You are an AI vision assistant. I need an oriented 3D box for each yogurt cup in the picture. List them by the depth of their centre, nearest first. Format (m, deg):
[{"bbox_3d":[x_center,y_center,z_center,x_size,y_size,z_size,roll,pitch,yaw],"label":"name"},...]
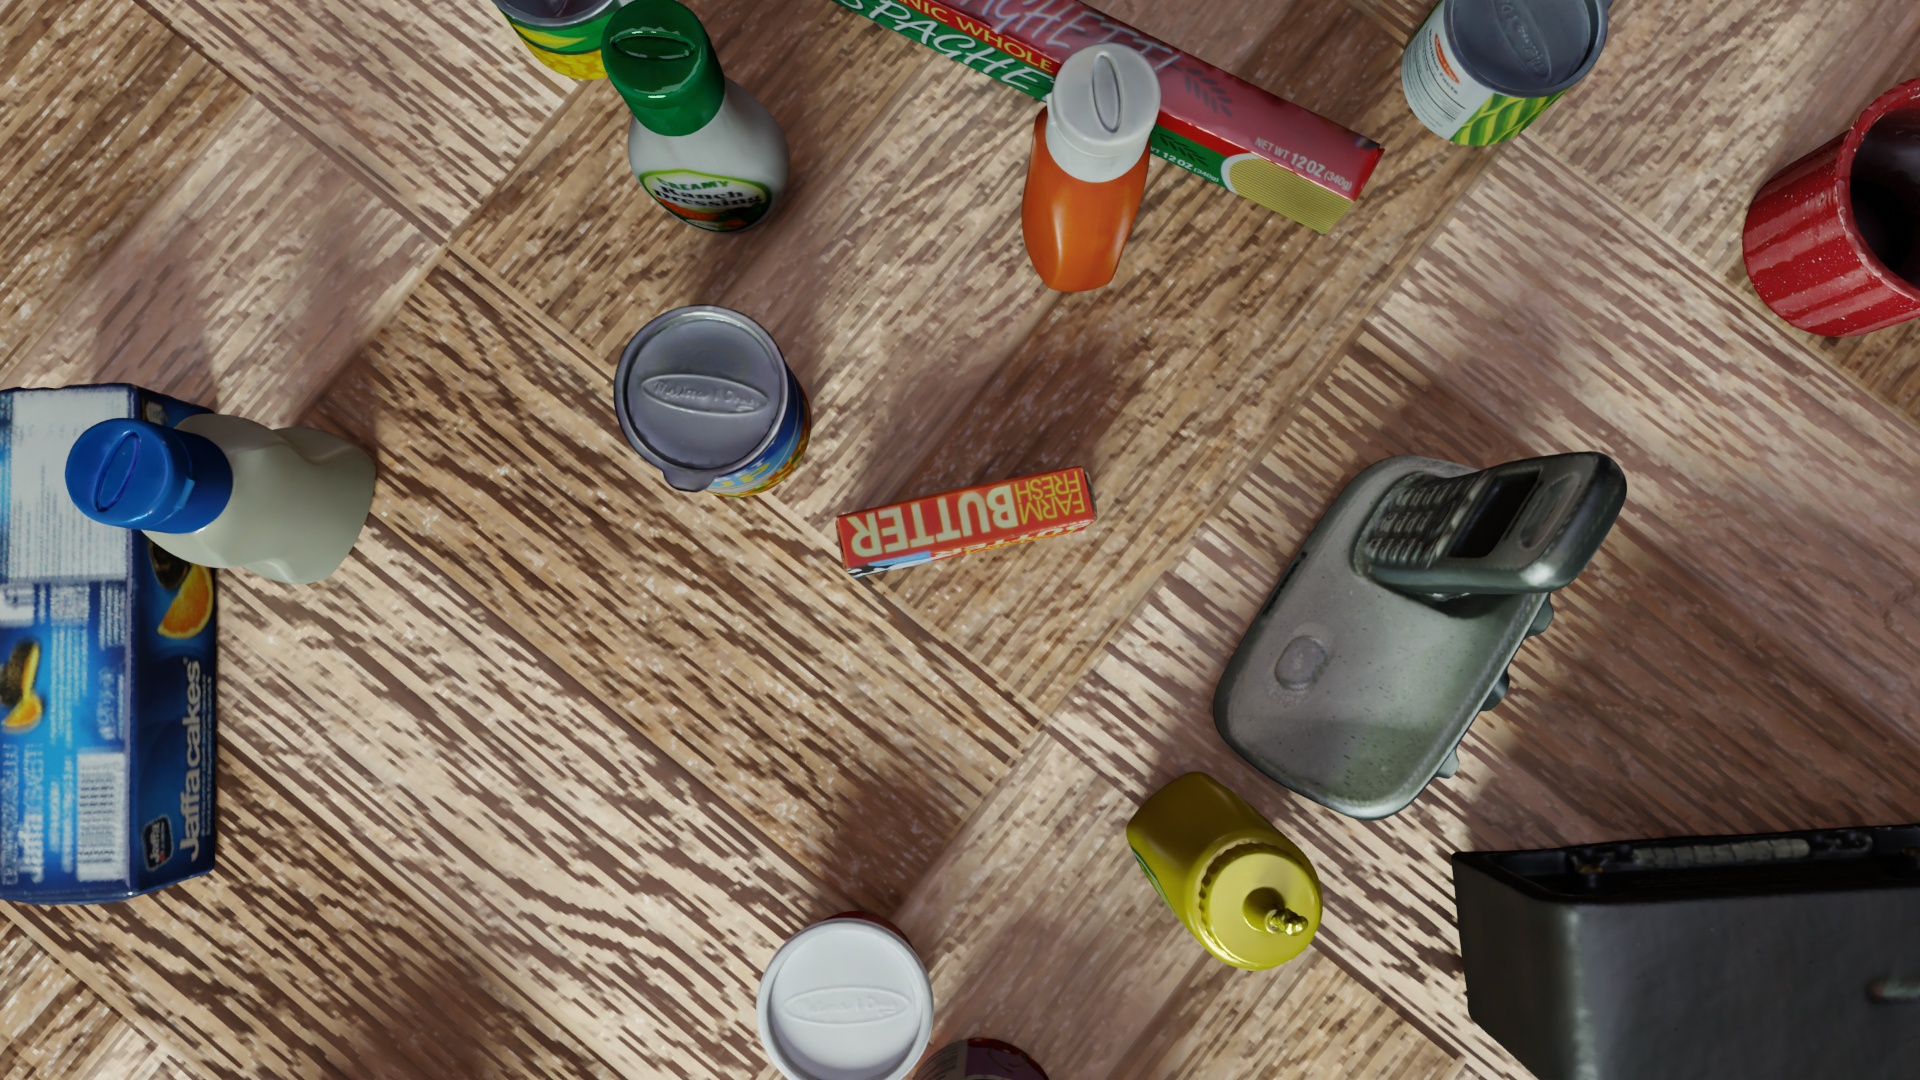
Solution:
[{"bbox_3d":[-0.044,0.181,0.555,0.072,0.054,0.072,0,85,0],"label":"yogurt cup"}]

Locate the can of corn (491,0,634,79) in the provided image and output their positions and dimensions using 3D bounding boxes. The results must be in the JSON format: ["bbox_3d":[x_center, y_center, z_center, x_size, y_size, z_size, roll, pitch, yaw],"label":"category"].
[{"bbox_3d":[-0.167,-0.237,0.587,0.071,0.058,0.071,0,86,0],"label":"can of corn"}]

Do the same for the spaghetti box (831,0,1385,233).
[{"bbox_3d":[0.055,-0.201,0.588,0.250,0.050,0.028,26,86,2],"label":"spaghetti box"}]

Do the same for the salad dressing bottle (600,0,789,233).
[{"bbox_3d":[-0.103,-0.160,0.536,0.064,0.147,0.044,5,86,0],"label":"salad dressing bottle"}]

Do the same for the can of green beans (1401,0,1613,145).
[{"bbox_3d":[0.227,-0.207,0.585,0.071,0.058,0.071,0,86,0],"label":"can of green beans"}]

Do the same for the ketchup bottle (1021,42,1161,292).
[{"bbox_3d":[0.048,-0.143,0.534,0.043,0.148,0.064,-7,86,0],"label":"ketchup bottle"}]

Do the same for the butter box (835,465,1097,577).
[{"bbox_3d":[0.002,-0.007,0.571,0.103,0.053,0.024,-12,86,-1],"label":"butter box"}]

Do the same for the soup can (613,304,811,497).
[{"bbox_3d":[-0.097,-0.050,0.559,0.071,0.083,0.071,0,86,0],"label":"soup can"}]

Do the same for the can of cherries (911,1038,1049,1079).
[{"bbox_3d":[0.010,0.239,0.548,0.071,0.058,0.071,0,86,0],"label":"can of cherries"}]

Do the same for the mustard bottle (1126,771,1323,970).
[{"bbox_3d":[0.099,0.123,0.506,0.049,0.160,0.065,-39,87,-2],"label":"mustard bottle"}]

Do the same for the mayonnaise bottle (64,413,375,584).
[{"bbox_3d":[-0.273,-0.018,0.524,0.041,0.148,0.065,21,86,2],"label":"mayonnaise bottle"}]
